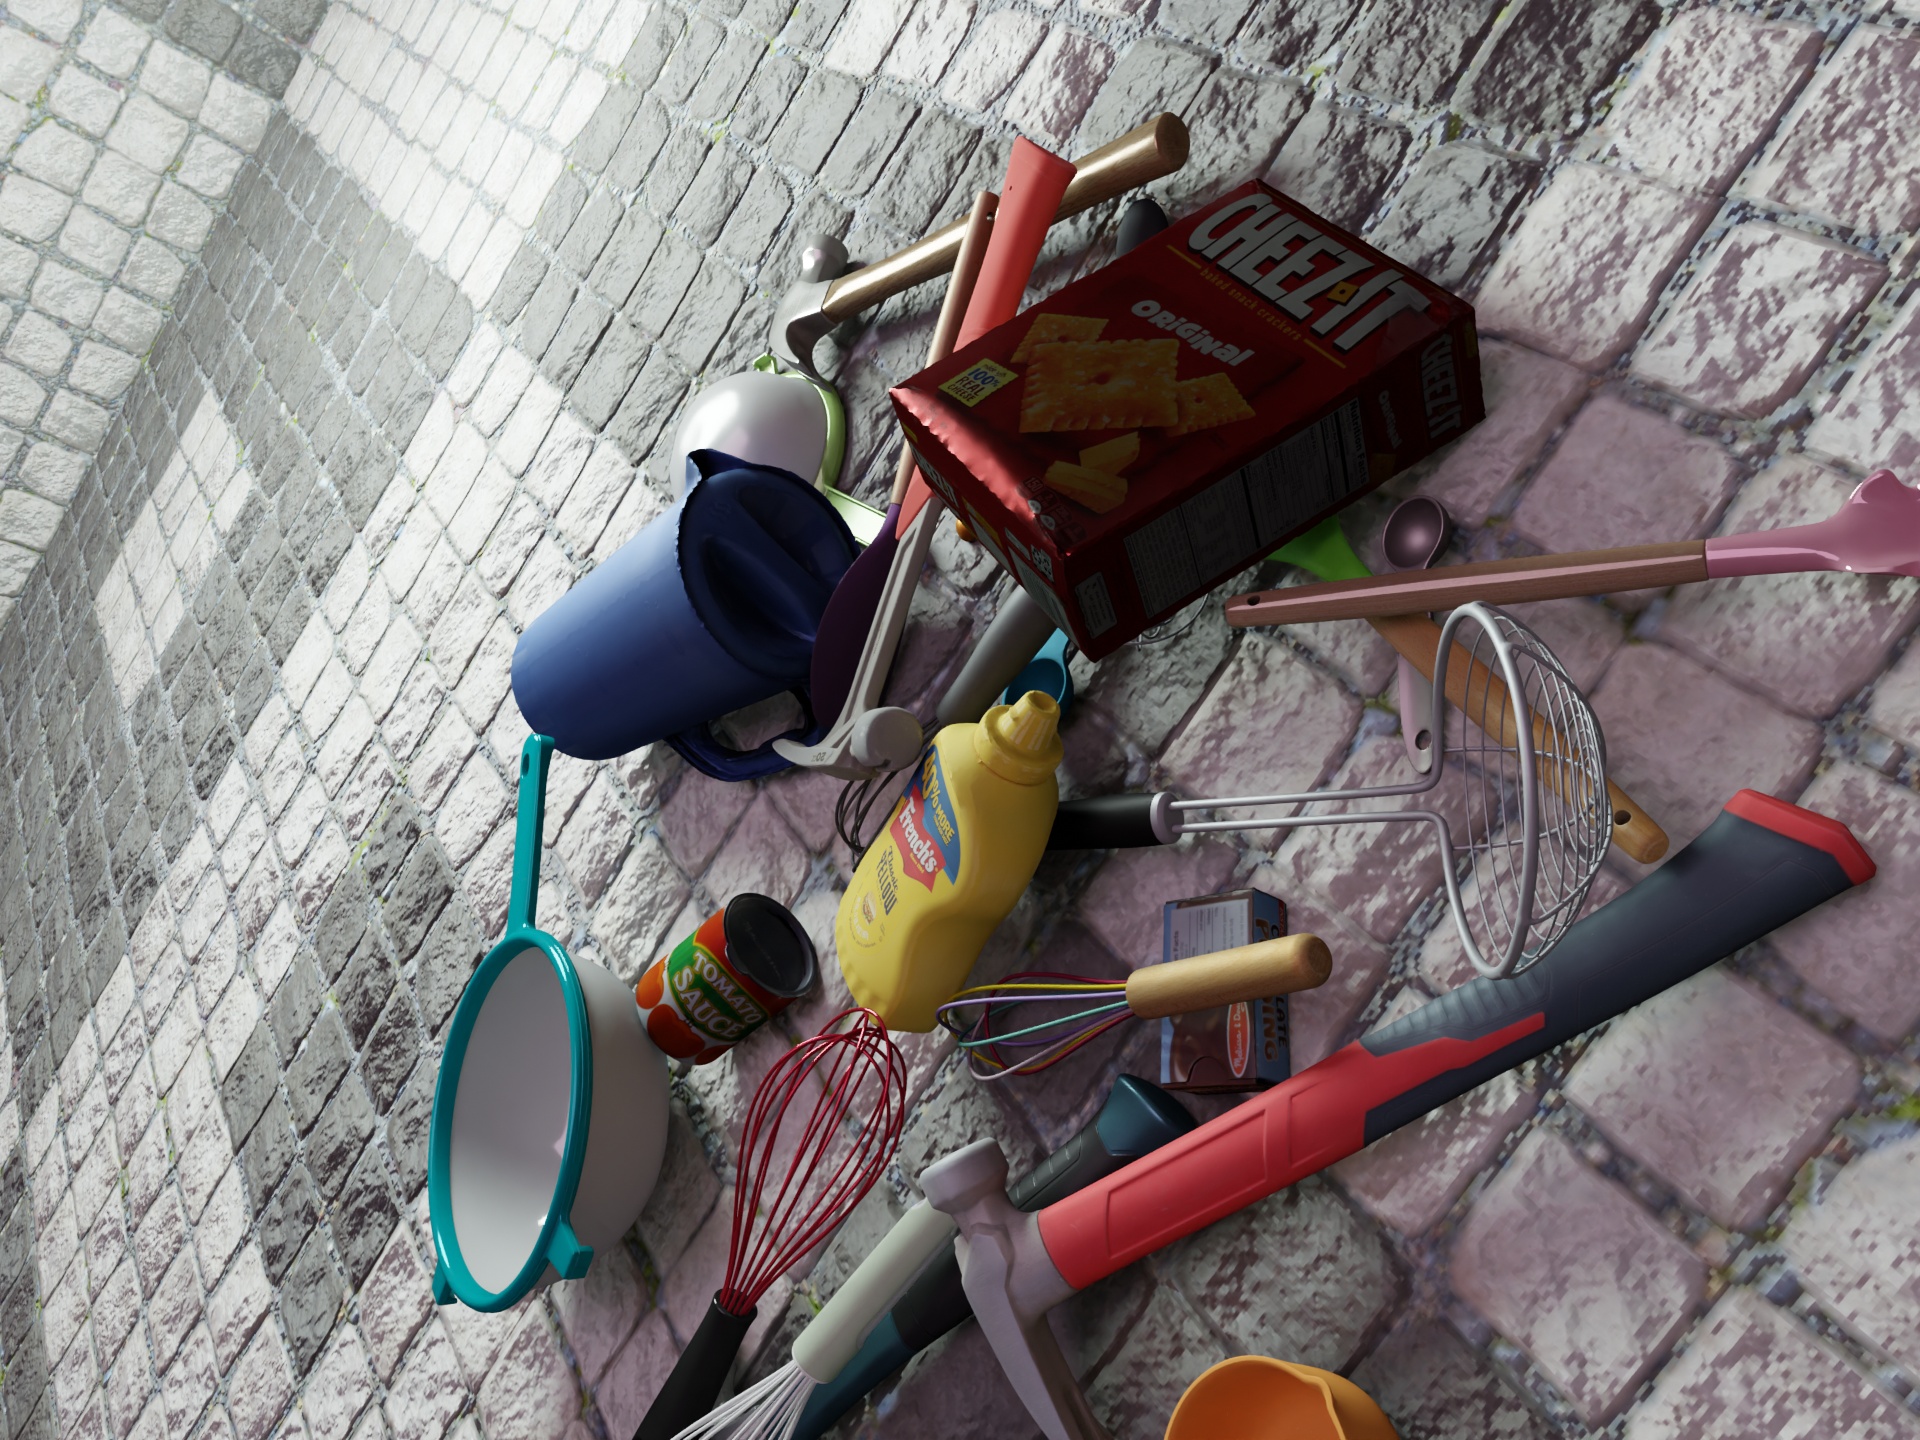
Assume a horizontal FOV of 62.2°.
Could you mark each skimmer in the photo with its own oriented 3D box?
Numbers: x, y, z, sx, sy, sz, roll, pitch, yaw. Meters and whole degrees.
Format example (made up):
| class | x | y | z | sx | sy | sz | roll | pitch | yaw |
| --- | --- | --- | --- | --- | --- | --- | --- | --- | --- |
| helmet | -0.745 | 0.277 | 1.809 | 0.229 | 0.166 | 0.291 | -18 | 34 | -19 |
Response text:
| class | x | y | z | sx | sy | sz | roll | pitch | yaw |
| --- | --- | --- | --- | --- | --- | --- | --- | --- | --- |
| skimmer | 0.104 | 0.037 | 0.647 | 0.363 | 0.090 | 0.127 | -10 | 82 | 55 |

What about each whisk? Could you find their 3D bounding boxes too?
| class | x | y | z | sx | sy | sz | roll | pitch | yaw |
| --- | --- | --- | --- | --- | --- | --- | --- | --- | --- |
| whisk | -0.073 | 0.304 | 0.737 | 0.059 | 0.057 | 0.246 | 41 | 101 | 13 |
| whisk | 0.092 | -0.162 | 0.821 | 0.070 | 0.070 | 0.285 | -20 | 54 | 38 |
| whisk | -0.101 | 0.268 | 0.775 | 0.073 | 0.073 | 0.296 | 39 | 106 | 47 |
| whisk | 0.000 | -0.002 | 0.812 | 0.239 | 0.055 | 0.055 | -53 | 42 | 35 |
| whisk | 0.069 | 0.123 | 0.689 | 0.245 | 0.051 | 0.047 | -26 | 80 | 52 |

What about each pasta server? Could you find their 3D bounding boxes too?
| class | x | y | z | sx | sy | sz | roll | pitch | yaw |
| --- | --- | --- | --- | --- | --- | --- | --- | --- | --- |
| pasta server | 0.246 | -0.061 | 0.590 | 0.316 | 0.040 | 0.060 | -5 | 54 | 31 |

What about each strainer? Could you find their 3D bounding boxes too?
| class | x | y | z | sx | sy | sz | roll | pitch | yaw |
| --- | --- | --- | --- | --- | --- | --- | --- | --- | --- |
| strainer | -0.121 | -0.157 | 1.019 | 0.257 | 0.069 | 0.151 | 33 | 96 | 49 |
| strainer | -0.230 | 0.173 | 0.952 | 0.211 | 0.095 | 0.341 | -30 | 55 | 46 |

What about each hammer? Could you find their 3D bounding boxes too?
| class | x | y | z | sx | sy | sz | roll | pitch | yaw |
| --- | --- | --- | --- | --- | --- | --- | --- | --- | --- |
| hammer | 0.162 | 0.155 | 0.604 | 0.386 | 0.038 | 0.143 | -35 | 74 | 23 |
| hammer | -0.017 | 0.274 | 0.747 | 0.331 | 0.033 | 0.128 | -46 | 45 | 20 |
| hammer | -0.002 | -0.287 | 0.964 | 0.331 | 0.031 | 0.130 | -10 | 55 | 44 |
| hammer | -0.012 | -0.141 | 0.850 | 0.149 | 0.036 | 0.359 | -2 | 68 | 66 |

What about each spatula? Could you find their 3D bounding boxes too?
| class | x | y | z | sx | sy | sz | roll | pitch | yaw |
| --- | --- | --- | --- | --- | --- | --- | --- | --- | --- |
| spatula | -0.028 | -0.147 | 0.904 | 0.018 | 0.059 | 0.316 | 18 | 92 | 49 |

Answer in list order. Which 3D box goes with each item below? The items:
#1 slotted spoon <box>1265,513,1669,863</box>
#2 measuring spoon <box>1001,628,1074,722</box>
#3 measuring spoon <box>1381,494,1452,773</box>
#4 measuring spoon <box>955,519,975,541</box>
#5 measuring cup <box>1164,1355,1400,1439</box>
| class | x | y | z | sx | sy | sz | roll | pitch | yaw |
| --- | --- | --- | --- | --- | --- | --- | --- | --- | --- |
| slotted spoon | 0.184 | -0.042 | 0.660 | 0.070 | 0.031 | 0.314 | -43 | 39 | 10 |
| measuring spoon | 0.062 | -0.049 | 0.831 | 0.042 | 0.021 | 0.129 | 14 | 73 | 48 |
| measuring spoon | 0.201 | -0.037 | 0.686 | 0.034 | 0.018 | 0.124 | -18 | 66 | 54 |
| measuring spoon | 0.037 | -0.144 | 0.897 | 0.117 | 0.011 | 0.021 | -43 | 47 | 23 |
| measuring cup | 0.143 | 0.301 | 0.553 | 0.095 | 0.052 | 0.174 | -58 | 39 | 8 |
